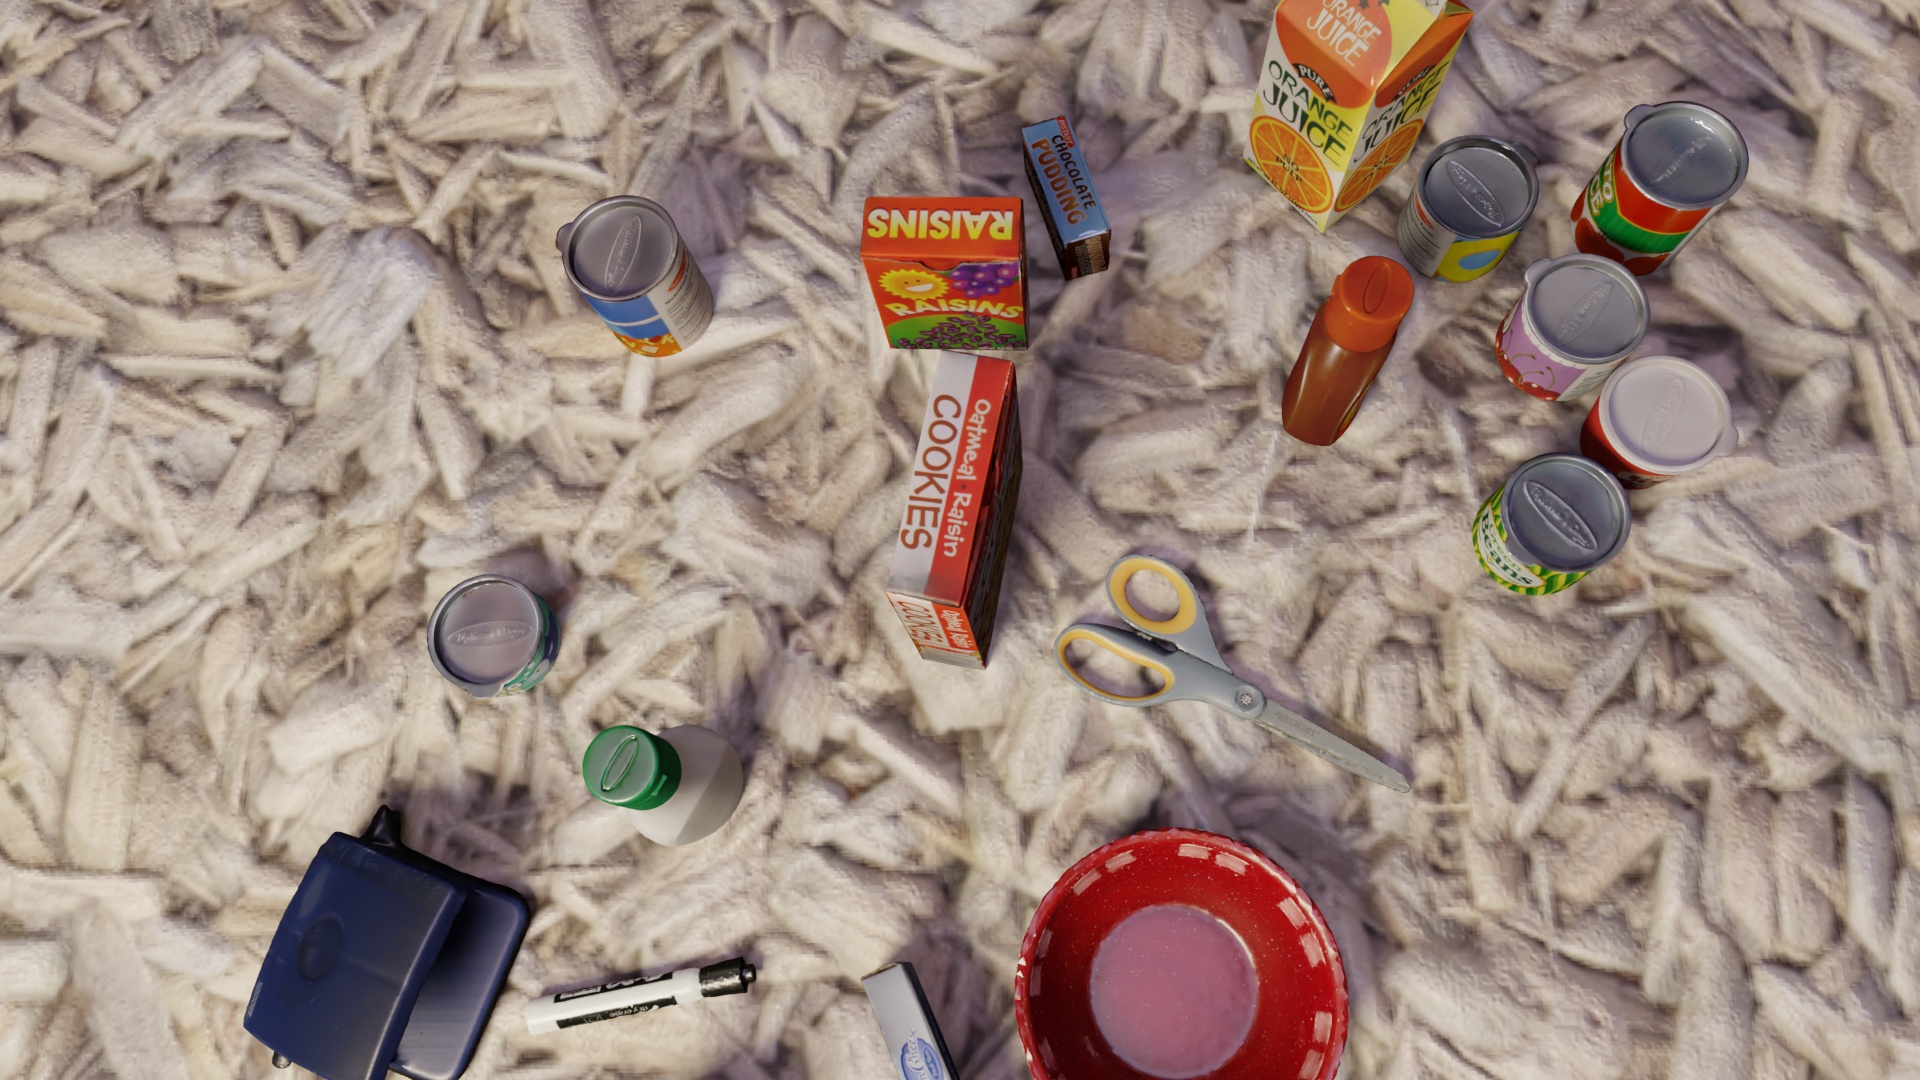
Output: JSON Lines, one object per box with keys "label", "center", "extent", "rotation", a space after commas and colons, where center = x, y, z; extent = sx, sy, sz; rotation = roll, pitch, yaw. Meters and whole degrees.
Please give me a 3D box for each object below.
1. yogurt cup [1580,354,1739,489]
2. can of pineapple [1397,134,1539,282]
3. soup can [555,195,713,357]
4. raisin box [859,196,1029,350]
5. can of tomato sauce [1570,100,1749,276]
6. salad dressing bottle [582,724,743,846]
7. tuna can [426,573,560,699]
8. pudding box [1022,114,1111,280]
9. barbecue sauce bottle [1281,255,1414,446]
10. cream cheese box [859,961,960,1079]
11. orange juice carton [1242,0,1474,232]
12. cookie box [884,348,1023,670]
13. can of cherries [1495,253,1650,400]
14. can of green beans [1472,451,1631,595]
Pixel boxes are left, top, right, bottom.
{"label": "yogurt cup", "center": [0.377, -0.061, 0.763], "extent": [0.072, 0.054, 0.072], "rotation": [-1, 74, 4]}
{"label": "can of pineapple", "center": [0.294, -0.191, 0.804], "extent": [0.071, 0.057, 0.071], "rotation": [-1, 74, 4]}
{"label": "soup can", "center": [-0.189, -0.154, 0.814], "extent": [0.071, 0.083, 0.071], "rotation": [-1, 74, 4]}
{"label": "raisin box", "center": [-0.006, -0.147, 0.779], "extent": [0.086, 0.123, 0.040], "rotation": [2, 75, 5]}
{"label": "can of tomato sauce", "center": [0.390, -0.198, 0.786], "extent": [0.071, 0.083, 0.071], "rotation": [-1, 74, 4]}
{"label": "salad dressing bottle", "center": [-0.148, 0.120, 0.700], "extent": [0.044, 0.147, 0.064], "rotation": [27, 78, 11]}
{"label": "tuna can", "center": [-0.263, 0.057, 0.786], "extent": [0.071, 0.032, 0.071], "rotation": [-1, 74, 4]}
{"label": "pudding box", "center": [0.063, -0.204, 0.828], "extent": [0.030, 0.049, 0.084], "rotation": [-18, 74, -1]}
{"label": "barbecue sauce bottle", "center": [0.205, -0.102, 0.738], "extent": [0.044, 0.148, 0.065], "rotation": [21, 77, 10]}
{"label": "cream cheese box", "center": [-0.018, 0.264, 0.698], "extent": [0.024, 0.053, 0.104], "rotation": [-24, 74, -2]}
{"label": "orange juice carton", "center": [0.215, -0.256, 0.758], "extent": [0.073, 0.192, 0.072], "rotation": [-40, 76, -7]}
{"label": "cookie box", "center": [0.003, -0.009, 0.716], "extent": [0.040, 0.167, 0.123], "rotation": [10, 75, 7]}
{"label": "can of cherries", "center": [0.340, -0.120, 0.780], "extent": [0.071, 0.058, 0.071], "rotation": [-1, 74, 4]}
{"label": "can of green beans", "center": [0.317, -0.008, 0.750], "extent": [0.071, 0.057, 0.071], "rotation": [-1, 74, 4]}
